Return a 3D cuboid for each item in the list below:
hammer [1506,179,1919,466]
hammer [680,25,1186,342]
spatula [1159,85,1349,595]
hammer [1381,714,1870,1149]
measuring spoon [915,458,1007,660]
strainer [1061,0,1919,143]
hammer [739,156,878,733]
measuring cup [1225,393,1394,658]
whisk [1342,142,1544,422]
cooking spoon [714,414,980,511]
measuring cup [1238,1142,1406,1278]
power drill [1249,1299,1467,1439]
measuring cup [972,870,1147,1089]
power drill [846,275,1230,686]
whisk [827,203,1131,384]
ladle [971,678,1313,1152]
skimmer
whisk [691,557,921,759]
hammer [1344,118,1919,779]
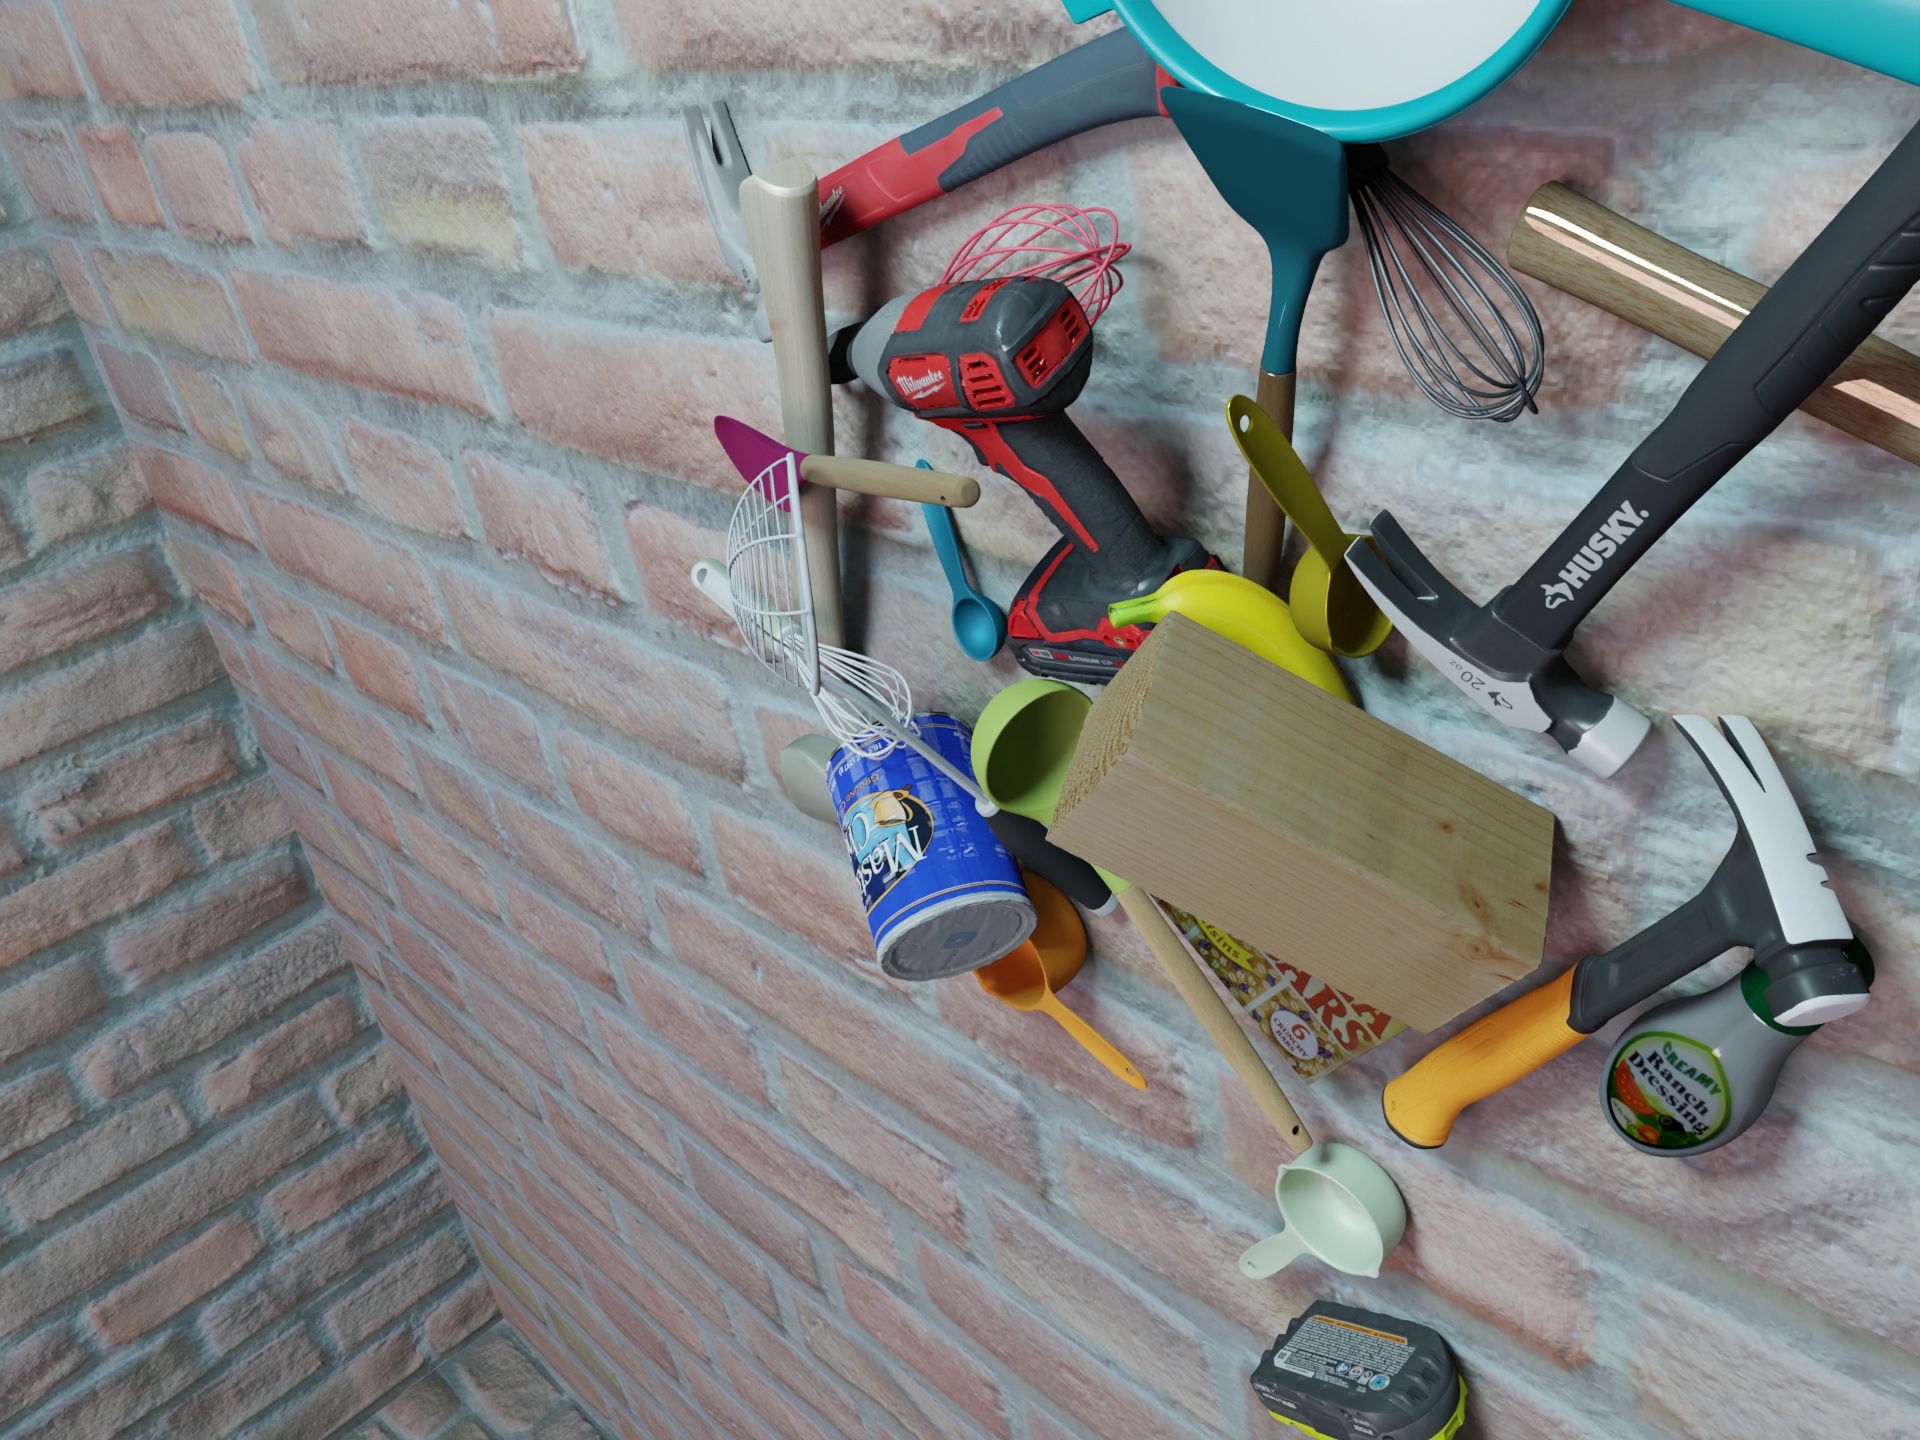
[{"bbox_3d":[0.330,-0.099,0.529,0.332,0.031,0.130,39,142,27],"label":"hammer"},{"bbox_3d":[-0.022,-0.302,0.818,0.386,0.038,0.143,-1,113,53],"label":"hammer"},{"bbox_3d":[0.132,-0.132,0.708,0.082,0.044,0.317,30,147,30],"label":"spatula"},{"bbox_3d":[0.279,0.128,0.744,0.336,0.034,0.127,113,153,-58],"label":"hammer"},{"bbox_3d":[0.002,-0.100,0.972,0.042,0.021,0.128,-14,95,55],"label":"measuring spoon"},{"bbox_3d":[0.189,-0.285,0.519,0.340,0.095,0.210,32,146,21],"label":"strainer"},{"bbox_3d":[-0.085,-0.145,0.975,0.146,0.038,0.410,39,149,28],"label":"hammer"},{"bbox_3d":[0.149,-0.088,0.707,0.029,0.062,0.156,15,155,51],"label":"measuring cup"},{"bbox_3d":[0.163,-0.221,0.641,0.239,0.055,0.055,60,147,7],"label":"whisk"},{"bbox_3d":[-0.069,-0.134,0.857,0.068,0.017,0.319,58,163,-26],"label":"cooking spoon"},{"bbox_3d":[0.219,0.314,0.992,0.083,0.038,0.167,48,147,15],"label":"measuring cup"},{"bbox_3d":[0.278,0.494,1.022,0.190,0.080,0.228,-10,111,54],"label":"power drill"},{"bbox_3d":[0.072,0.171,1.056,0.174,0.052,0.095,41,143,21],"label":"measuring cup"},{"bbox_3d":[0.034,-0.119,0.788,0.143,0.078,0.219,11,145,48],"label":"power drill"},{"bbox_3d":[-0.009,-0.217,0.851,0.296,0.073,0.073,1,117,58],"label":"whisk"},{"bbox_3d":[0.111,0.115,0.888,0.320,0.078,0.062,55,168,-6],"label":"ladle"},{"bbox_3d":[-0.001,-0.003,0.911,0.363,0.090,0.127,41,-161,-31],"label":"skimmer"},{"bbox_3d":[-0.107,-0.047,1.027,0.247,0.059,0.057,38,110,39],"label":"whisk"},{"bbox_3d":[0.253,-0.100,0.558,0.146,0.035,0.334,38,152,10],"label":"hammer"}]
